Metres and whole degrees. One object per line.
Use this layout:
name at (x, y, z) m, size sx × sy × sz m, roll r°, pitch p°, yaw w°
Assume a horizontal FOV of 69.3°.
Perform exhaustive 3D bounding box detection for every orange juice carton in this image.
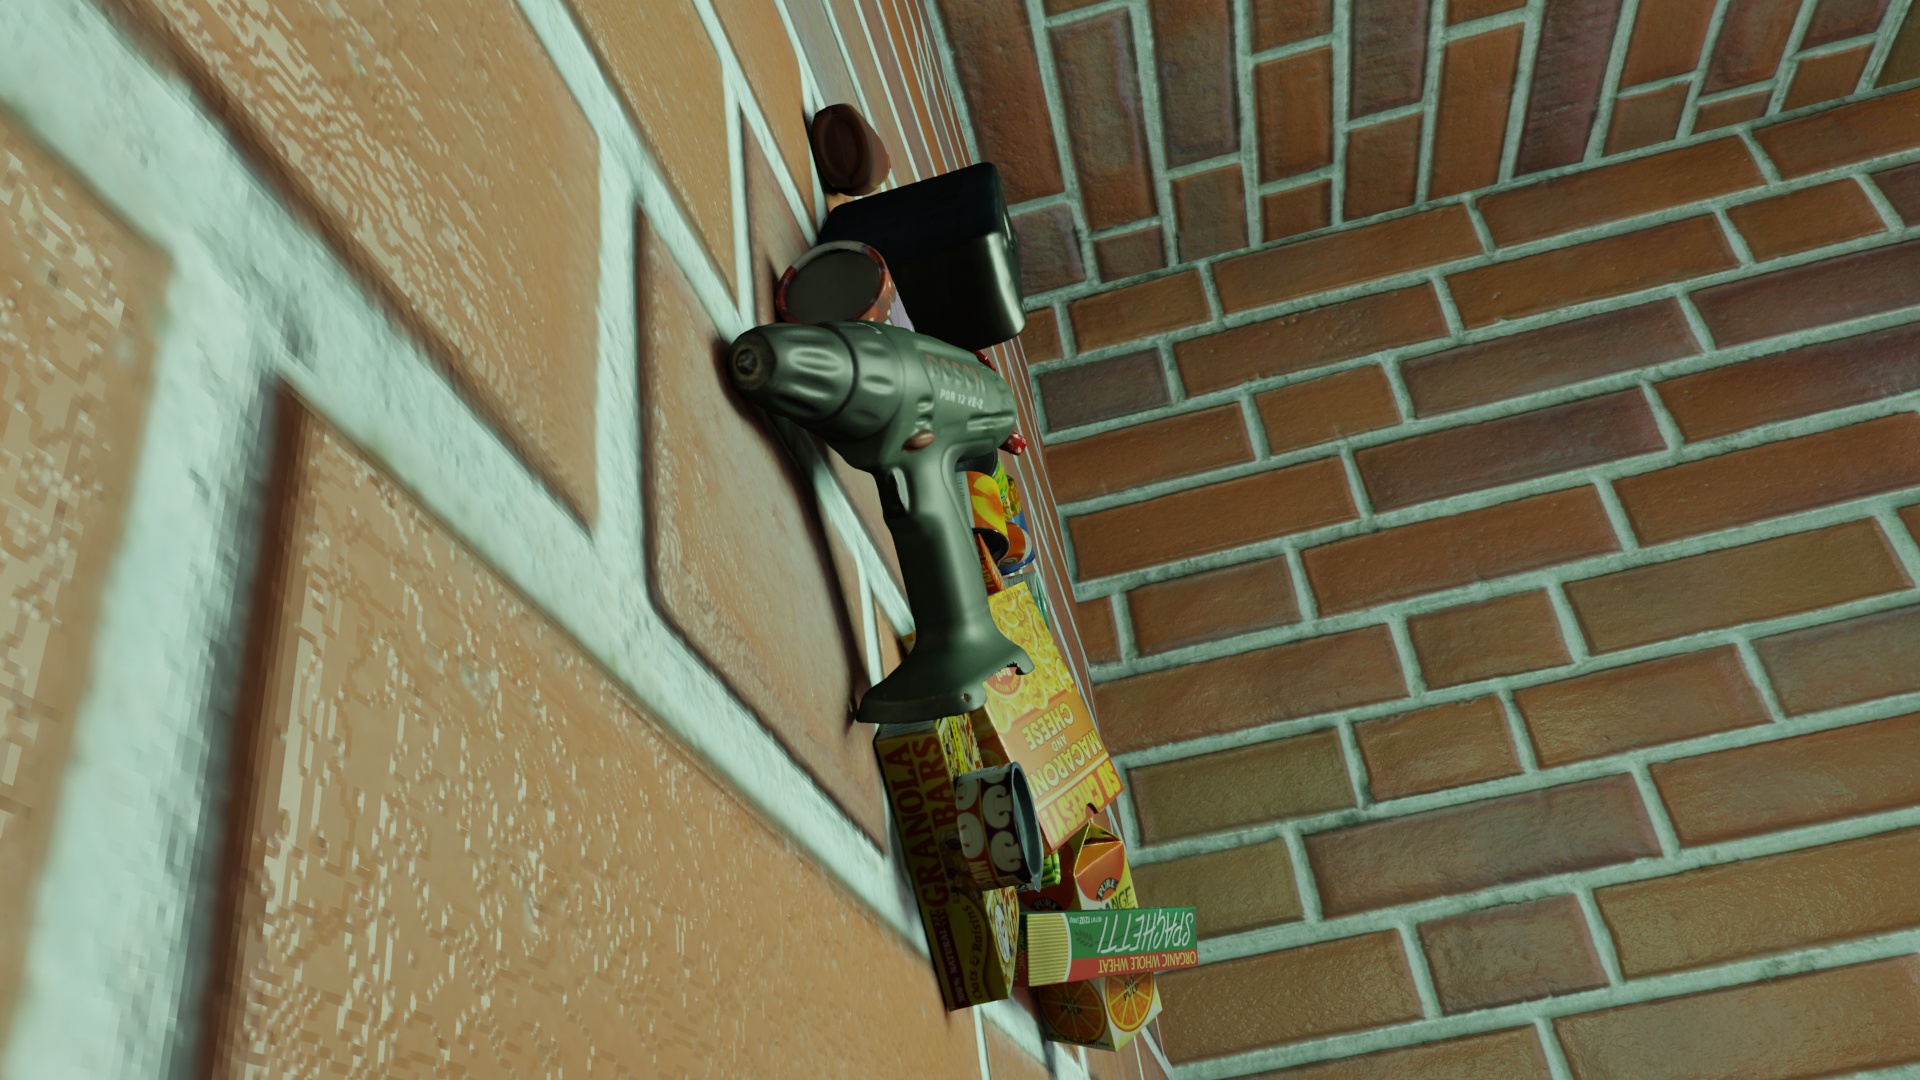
orange juice carton at (0.096, 0.308, 1.131) m, size 0.073 × 0.071 × 0.192 m, roll -20°, pitch 98°, yaw -48°

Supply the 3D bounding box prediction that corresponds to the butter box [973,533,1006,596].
butter box at (0.003, 0.030, 1.093) m, size 0.103 × 0.053 × 0.024 m, roll 62°, pitch 14°, yaw -65°

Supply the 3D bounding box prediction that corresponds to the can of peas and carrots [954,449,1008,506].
can of peas and carrots at (0.007, -0.055, 1.232) m, size 0.058 × 0.071 × 0.071 m, roll 66°, pitch 12°, yaw -60°

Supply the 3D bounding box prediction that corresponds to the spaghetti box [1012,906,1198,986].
spaghetti box at (0.111, 0.307, 1.061) m, size 0.250 × 0.028 × 0.050 m, roll 17°, pitch 68°, yaw -50°

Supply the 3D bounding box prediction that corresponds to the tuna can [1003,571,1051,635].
tuna can at (0.062, 0.065, 1.288) m, size 0.071 × 0.033 × 0.071 m, roll -16°, pitch 93°, yaw -83°

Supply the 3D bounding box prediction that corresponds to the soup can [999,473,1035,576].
soup can at (0.029, -0.014, 1.345) m, size 0.071 × 0.071 × 0.083 m, roll -86°, pitch 161°, yaw -68°

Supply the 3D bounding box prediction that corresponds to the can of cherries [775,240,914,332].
can of cherries at (-0.064, -0.125, 0.786) m, size 0.058 × 0.071 × 0.072 m, roll 66°, pitch 13°, yaw -57°

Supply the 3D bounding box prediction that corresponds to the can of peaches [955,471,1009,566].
can of peaches at (0.004, -0.014, 1.128) m, size 0.071 × 0.071 × 0.058 m, roll 66°, pitch 12°, yaw -57°

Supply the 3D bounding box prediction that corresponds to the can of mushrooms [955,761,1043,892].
can of mushrooms at (0.022, 0.159, 0.759) m, size 0.071 × 0.033 × 0.071 m, roll -15°, pitch 92°, yaw -80°

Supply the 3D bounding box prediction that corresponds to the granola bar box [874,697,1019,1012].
granola bar box at (-0.004, 0.171, 0.825) m, size 0.124 × 0.039 × 0.165 m, roll -68°, pitch 144°, yaw -78°

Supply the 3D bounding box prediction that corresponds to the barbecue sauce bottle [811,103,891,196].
barbecue sauce bottle at (-0.081, -0.299, 1.085) m, size 0.149 × 0.043 × 0.064 m, roll -65°, pitch 142°, yaw -80°

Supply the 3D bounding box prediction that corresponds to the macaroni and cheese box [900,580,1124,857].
macaroni and cheese box at (0.039, 0.120, 0.942) m, size 0.124 × 0.040 × 0.166 m, roll -20°, pitch 82°, yaw -59°

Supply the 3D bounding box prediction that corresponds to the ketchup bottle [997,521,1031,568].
ketchup bottle at (0.030, 0.004, 1.240) m, size 0.149 × 0.064 × 0.043 m, roll 0°, pitch 81°, yaw -74°

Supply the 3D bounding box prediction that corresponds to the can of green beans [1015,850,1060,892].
can of green beans at (0.035, 0.215, 0.978) m, size 0.071 × 0.058 × 0.071 m, roll -16°, pitch 93°, yaw -83°
